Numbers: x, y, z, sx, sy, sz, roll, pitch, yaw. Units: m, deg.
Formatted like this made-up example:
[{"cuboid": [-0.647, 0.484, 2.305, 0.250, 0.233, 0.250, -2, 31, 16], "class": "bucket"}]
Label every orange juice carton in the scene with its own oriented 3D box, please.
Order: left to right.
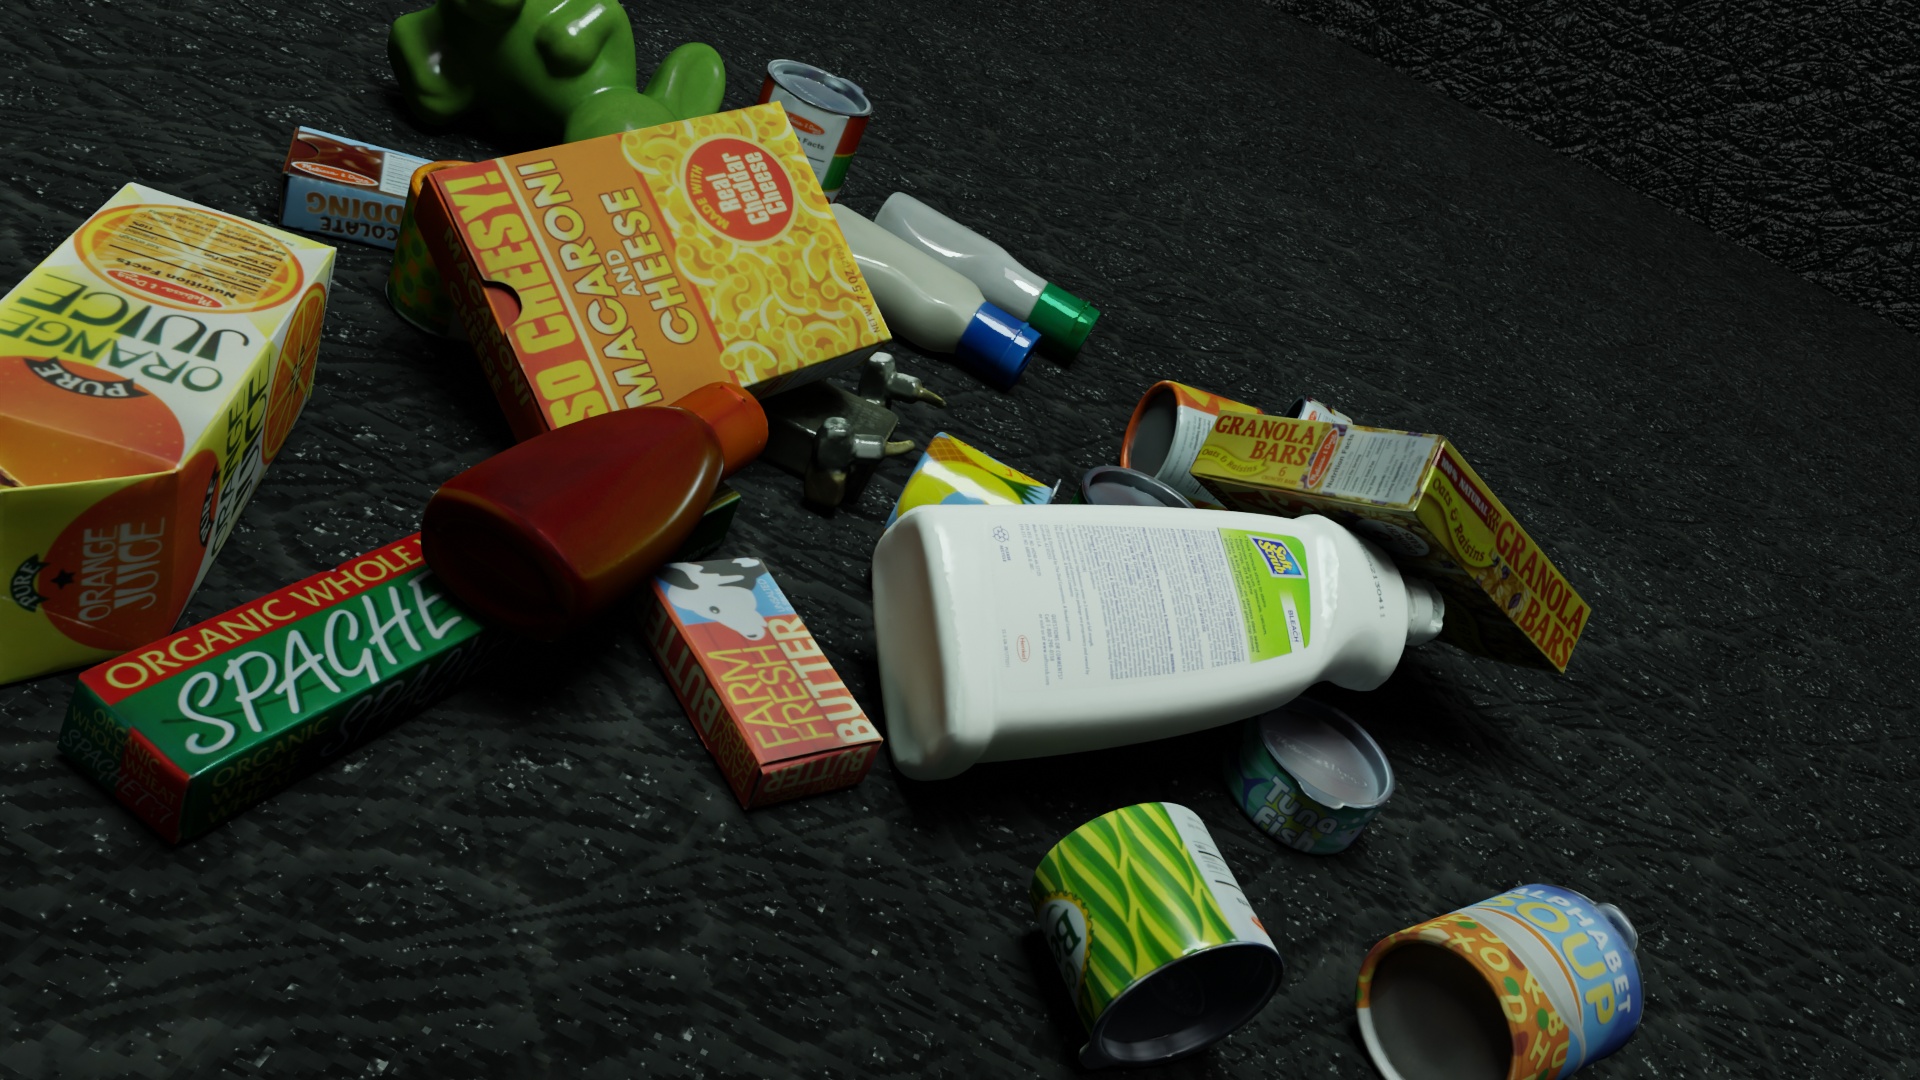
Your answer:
[{"cuboid": [-0.267, -0.035, 0.441, 0.073, 0.071, 0.194, 17, 33, -17], "class": "orange juice carton"}]

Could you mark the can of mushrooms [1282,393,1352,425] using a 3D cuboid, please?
[{"cuboid": [0.198, -0.049, 0.814, 0.033, 0.070, 0.071, 28, 32, 1], "class": "can of mushrooms"}]

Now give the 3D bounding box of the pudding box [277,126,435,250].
[{"cuboid": [-0.275, -0.163, 0.660, 0.084, 0.030, 0.050, 10, 37, -26], "class": "pudding box"}]

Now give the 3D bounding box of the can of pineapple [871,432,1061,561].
[{"cuboid": [0.002, -0.008, 0.604, 0.058, 0.070, 0.071, 28, 32, 1], "class": "can of pineapple"}]

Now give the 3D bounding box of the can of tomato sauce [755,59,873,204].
[{"cuboid": [-0.099, -0.240, 0.850, 0.071, 0.082, 0.071, 19, 32, -13], "class": "can of tomato sauce"}]

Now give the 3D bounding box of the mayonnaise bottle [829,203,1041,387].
[{"cuboid": [-0.025, -0.141, 0.803, 0.148, 0.041, 0.065, 32, 33, 5], "class": "mayonnaise bottle"}]

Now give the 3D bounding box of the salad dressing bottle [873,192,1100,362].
[{"cuboid": [0.014, -0.161, 0.859, 0.148, 0.043, 0.064, 29, 30, 1], "class": "salad dressing bottle"}]

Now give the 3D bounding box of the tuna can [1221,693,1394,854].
[{"cuboid": [0.147, 0.100, 0.590, 0.071, 0.032, 0.071, 19, 32, -13], "class": "tuna can"}]

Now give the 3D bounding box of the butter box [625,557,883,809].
[{"cuboid": [-0.077, 0.048, 0.507, 0.053, 0.024, 0.104, -4, 43, -41], "class": "butter box"}]

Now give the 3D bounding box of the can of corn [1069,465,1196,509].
[{"cuboid": [0.075, 0.010, 0.642, 0.071, 0.058, 0.071, 19, 32, -13], "class": "can of corn"}]

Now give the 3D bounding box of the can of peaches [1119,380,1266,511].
[{"cuboid": [0.127, -0.049, 0.760, 0.058, 0.071, 0.071, 15, 34, -19], "class": "can of peaches"}]

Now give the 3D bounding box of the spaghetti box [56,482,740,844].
[{"cuboid": [-0.170, 0.019, 0.476, 0.050, 0.028, 0.251, 35, 32, 13], "class": "spaghetti box"}]

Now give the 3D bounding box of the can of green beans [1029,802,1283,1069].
[{"cuboid": [0.062, 0.129, 0.455, 0.071, 0.071, 0.058, 7, 36, -30], "class": "can of green beans"}]

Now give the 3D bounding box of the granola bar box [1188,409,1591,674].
[{"cuboid": [0.204, 0.001, 0.658, 0.165, 0.039, 0.124, 36, -13, -37], "class": "granola bar box"}]

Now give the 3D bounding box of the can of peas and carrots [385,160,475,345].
[{"cuboid": [-0.221, -0.131, 0.626, 0.071, 0.058, 0.071, 20, 32, -13], "class": "can of peas and carrots"}]

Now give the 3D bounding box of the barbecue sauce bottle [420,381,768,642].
[{"cuboid": [-0.120, -0.020, 0.499, 0.065, 0.043, 0.149, 32, 31, 7], "class": "barbecue sauce bottle"}]

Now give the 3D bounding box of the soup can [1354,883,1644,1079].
[{"cuboid": [0.195, 0.163, 0.499, 0.084, 0.071, 0.071, -3, 42, -39], "class": "soup can"}]

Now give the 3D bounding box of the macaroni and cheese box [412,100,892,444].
[{"cuboid": [-0.128, -0.114, 0.599, 0.167, 0.040, 0.123, -24, 87, -34], "class": "macaroni and cheese box"}]
